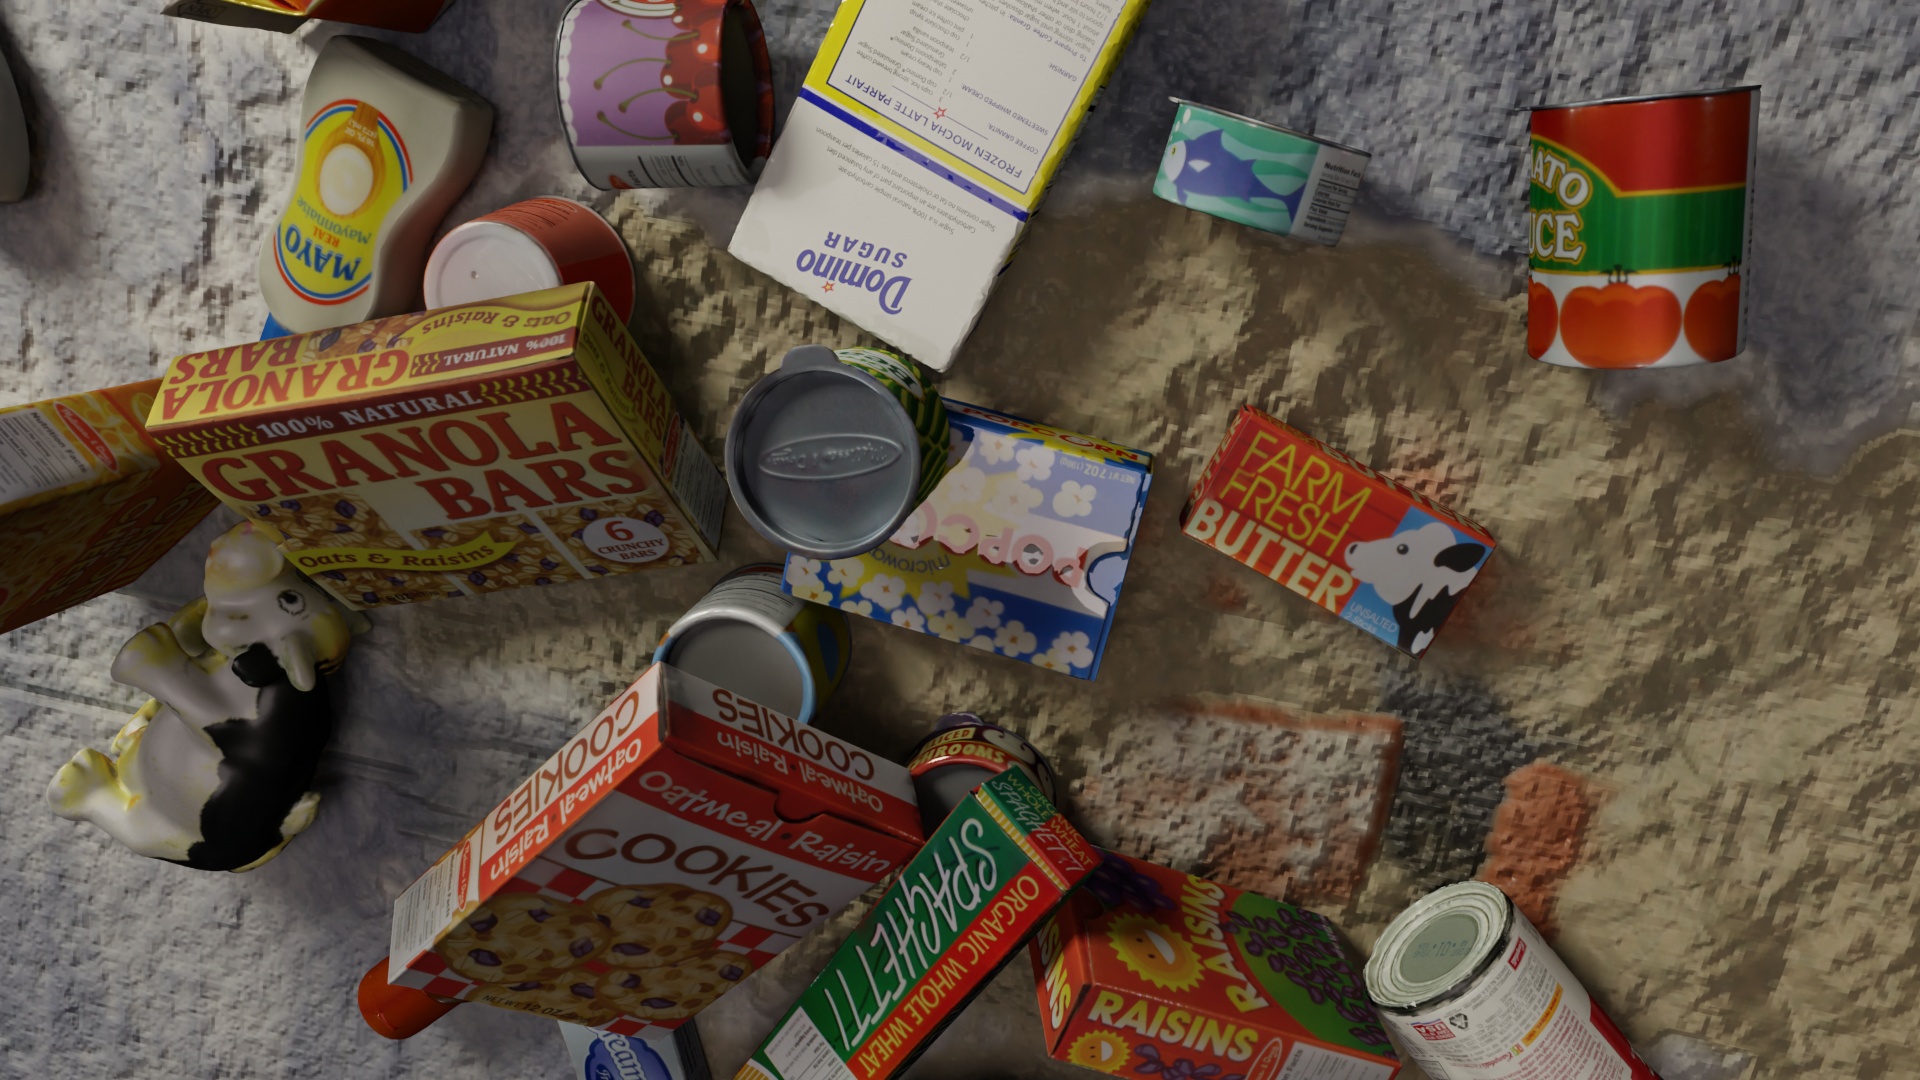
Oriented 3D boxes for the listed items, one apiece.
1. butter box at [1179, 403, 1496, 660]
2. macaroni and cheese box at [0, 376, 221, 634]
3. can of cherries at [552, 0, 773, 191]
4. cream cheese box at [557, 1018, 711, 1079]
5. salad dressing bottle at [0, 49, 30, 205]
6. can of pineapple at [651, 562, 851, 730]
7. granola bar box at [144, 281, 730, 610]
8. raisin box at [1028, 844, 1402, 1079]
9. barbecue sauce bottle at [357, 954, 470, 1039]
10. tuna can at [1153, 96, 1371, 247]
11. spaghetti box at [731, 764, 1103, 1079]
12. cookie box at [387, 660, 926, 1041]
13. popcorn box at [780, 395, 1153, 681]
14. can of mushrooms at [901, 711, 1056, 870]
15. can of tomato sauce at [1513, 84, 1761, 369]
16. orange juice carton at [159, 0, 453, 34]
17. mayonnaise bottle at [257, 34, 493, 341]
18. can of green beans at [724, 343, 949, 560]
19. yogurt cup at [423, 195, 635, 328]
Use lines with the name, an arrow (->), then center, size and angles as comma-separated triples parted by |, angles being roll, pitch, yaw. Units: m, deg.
butter box -> 0.138, -0.004, 0.513 | 0.103, 0.024, 0.053 | 29, 109, 1
macaroni and cheese box -> -0.347, -0.008, 0.521 | 0.123, 0.167, 0.040 | -36, 97, 17
can of cherries -> -0.102, -0.161, 0.490 | 0.058, 0.072, 0.071 | 0, 105, 10
cream cheese box -> -0.143, 0.242, 0.629 | 0.053, 0.024, 0.103 | -12, 103, 11
salad dressing bottle -> -0.412, -0.205, 0.543 | 0.064, 0.044, 0.147 | -4, 103, 13
can of pineapple -> -0.081, 0.050, 0.548 | 0.071, 0.058, 0.070 | 3, 106, 9
granola bar box -> -0.188, -0.029, 0.519 | 0.165, 0.039, 0.123 | -8, 144, 12
raisin box -> 0.090, 0.165, 0.520 | 0.123, 0.086, 0.040 | 18, 111, -11
barbecue sauce bottle -> -0.202, 0.169, 0.609 | 0.148, 0.044, 0.065 | -36, 105, 17
tuna can -> 0.098, -0.124, 0.466 | 0.071, 0.071, 0.032 | 18, 108, 5
spaghetti box -> -0.030, 0.181, 0.549 | 0.050, 0.029, 0.248 | 46, 125, 17
cookie box -> -0.114, 0.126, 0.525 | 0.167, 0.040, 0.123 | -40, 131, 23
popcorn box -> 0.002, -0.007, 0.529 | 0.127, 0.038, 0.085 | 15, 106, 6
can of mushrooms -> 0.004, 0.108, 0.562 | 0.071, 0.033, 0.070 | 3, 106, 10
can of tomato sauce -> 0.218, -0.102, 0.451 | 0.071, 0.071, 0.082 | -3, 105, 11
orange juice carton -> -0.194, -0.243, 0.480 | 0.192, 0.072, 0.073 | -37, 96, 16
mayonnaise bottle -> -0.237, -0.114, 0.538 | 0.065, 0.041, 0.147 | 29, 107, -1
can of green beans -> -0.040, -0.032, 0.477 | 0.071, 0.058, 0.071 | 2, 103, 9
yogurt cup -> -0.164, -0.095, 0.525 | 0.072, 0.054, 0.072 | 2, 105, 8
